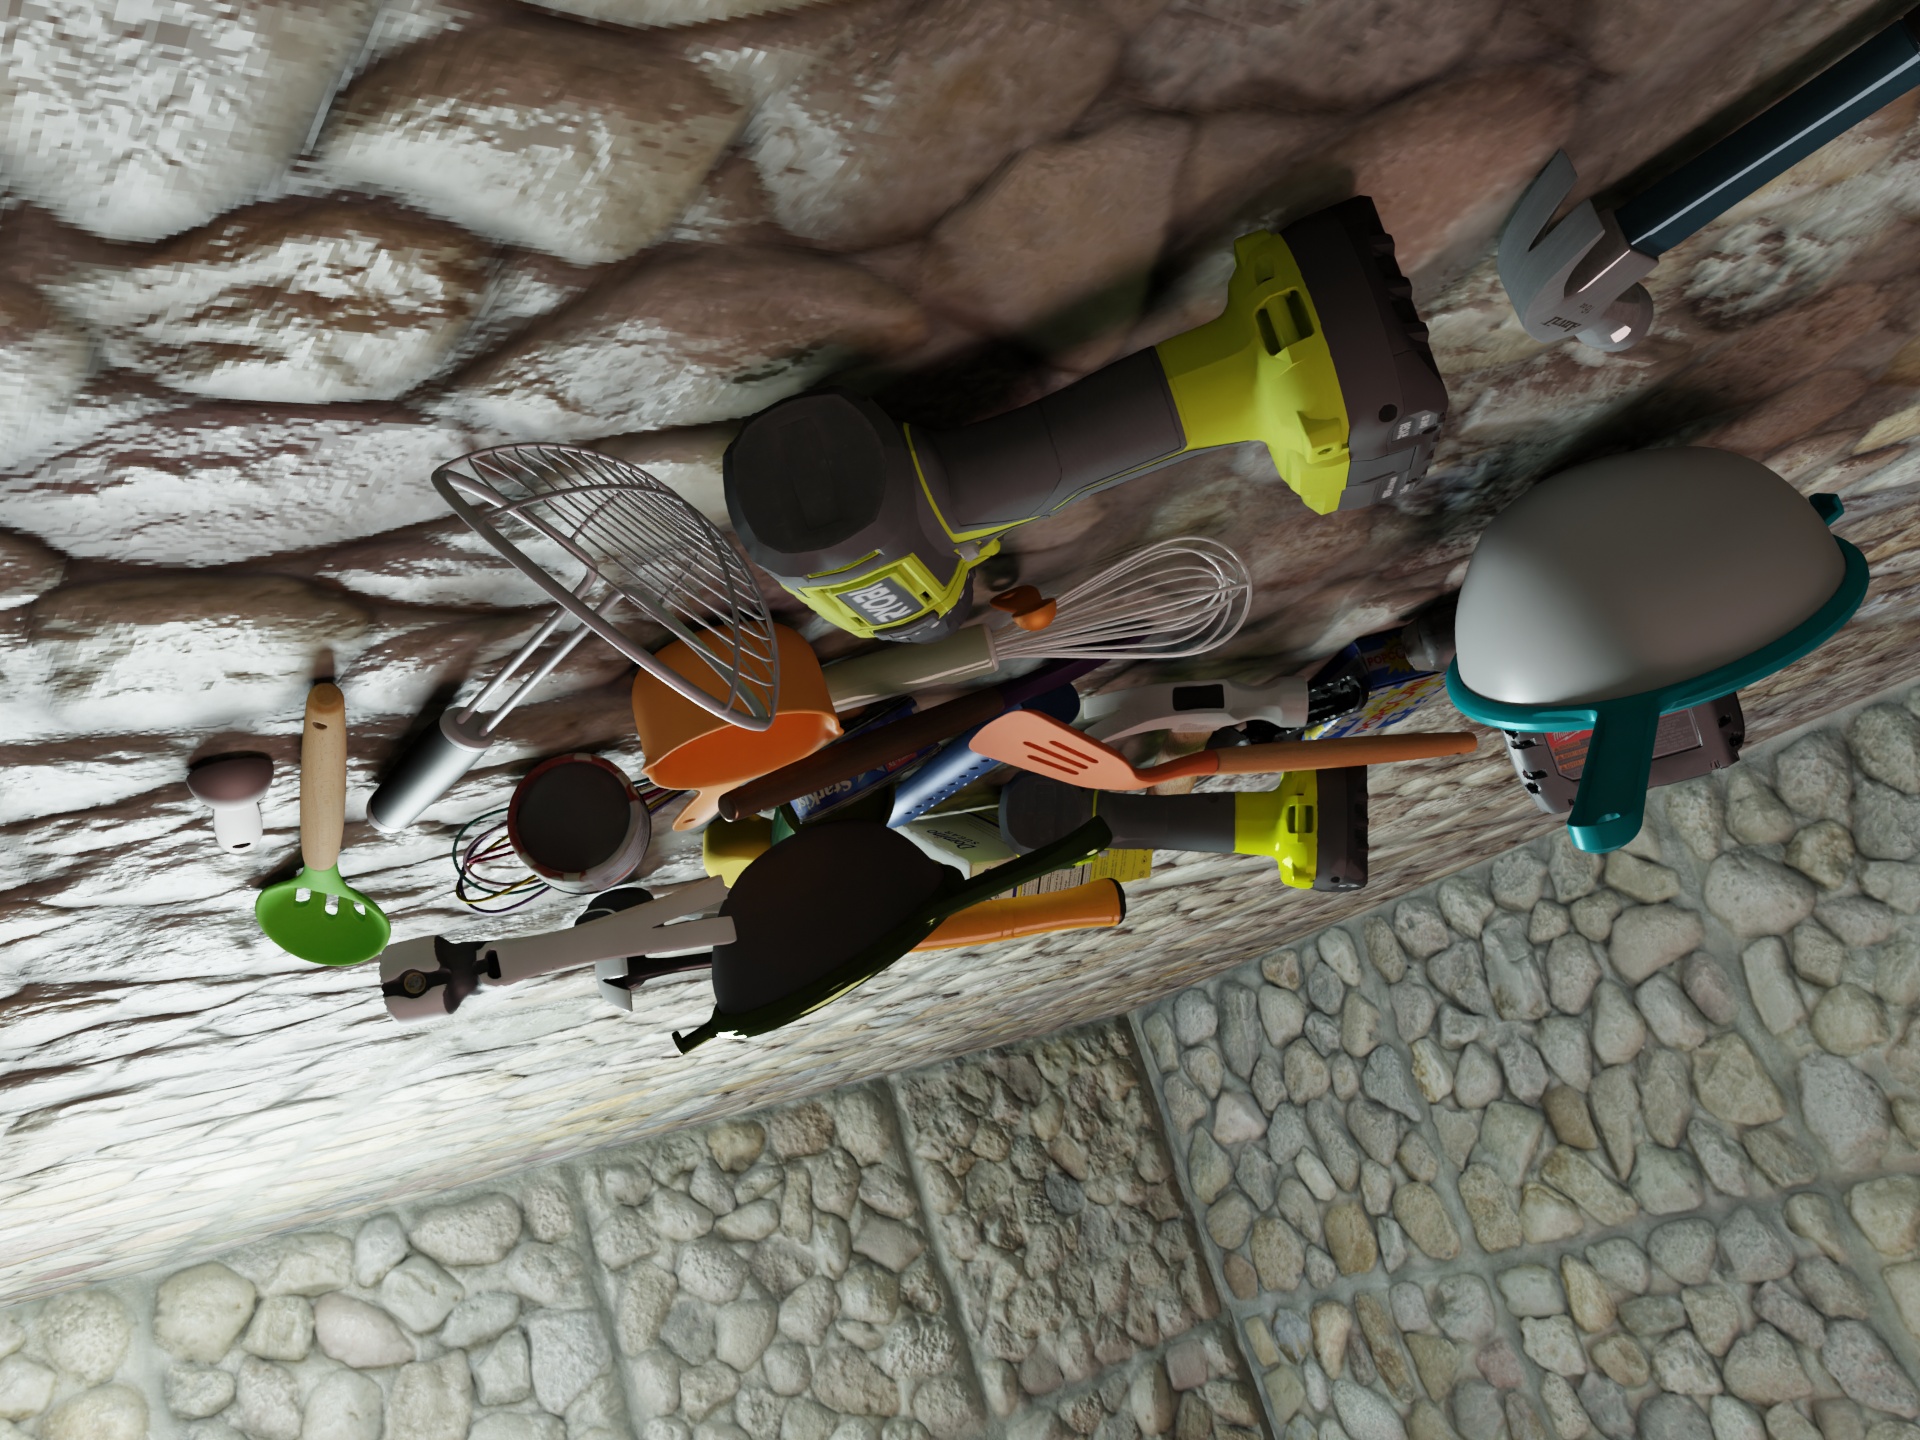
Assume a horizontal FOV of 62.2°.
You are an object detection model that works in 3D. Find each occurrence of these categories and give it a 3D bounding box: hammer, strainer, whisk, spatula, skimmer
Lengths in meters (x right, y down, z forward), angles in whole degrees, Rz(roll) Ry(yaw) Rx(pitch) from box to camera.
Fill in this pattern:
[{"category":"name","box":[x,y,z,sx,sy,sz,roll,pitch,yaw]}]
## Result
[{"category":"hammer","box":[-0.196,0.111,0.875,0.149,0.036,0.409,-12,178,-8]},{"category":"strainer","box":[-0.039,0.076,0.787,0.256,0.069,0.151,-27,-172,37]},{"category":"hammer","box":[-0.054,0.134,0.987,0.336,0.034,0.127,-6,177,-16]},{"category":"whisk","box":[0.022,-0.037,0.777,0.246,0.059,0.058,-15,-168,3]},{"category":"strainer","box":[0.317,-0.057,0.775,0.211,0.095,0.340,-15,-162,33]},{"category":"hammer","box":[0.146,0.030,1.090,0.130,0.031,0.331,-1,164,2]},{"category":"hammer","box":[0.320,-0.224,0.505,0.128,0.033,0.331,-4,158,-45]},{"category":"spatula","box":[0.166,0.014,0.924,0.322,0.041,0.081,-3,165,-22]},{"category":"hammer","box":[-0.058,0.070,1.057,0.144,0.035,0.405,-7,160,-36]},{"category":"skimmer","box":[-0.181,0.004,0.597,0.127,0.090,0.363,38,143,-17]},{"category":"spatula","box":[-0.001,-0.003,0.797,0.060,0.018,0.316,-30,175,43]},{"category":"whisk","box":[-0.161,0.035,0.833,0.245,0.051,0.047,-25,-176,8]}]

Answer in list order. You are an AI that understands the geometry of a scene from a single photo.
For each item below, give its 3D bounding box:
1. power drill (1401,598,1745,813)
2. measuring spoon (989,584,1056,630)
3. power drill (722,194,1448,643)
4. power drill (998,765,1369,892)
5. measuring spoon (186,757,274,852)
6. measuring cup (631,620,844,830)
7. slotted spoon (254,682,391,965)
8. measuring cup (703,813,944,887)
[{"category":"power drill","box":[0.358,-0.037,0.950,0.188,0.080,0.227,-19,-159,23]},{"category":"measuring spoon","box":[0.028,-0.050,0.711,0.021,0.011,0.117,-24,-170,-1]},{"category":"power drill","box":[0.045,-0.089,0.574,0.228,0.080,0.190,-19,169,8]},{"category":"power drill","box":[0.144,0.068,1.032,0.223,0.080,0.171,1,172,9]},{"category":"measuring spoon","box":[-0.321,0.045,0.708,0.034,0.018,0.124,-11,163,-25]},{"category":"measuring cup","box":[-0.118,0.006,0.750,0.095,0.052,0.173,-11,164,-26]},{"category":"slotted spoon","box":[-0.299,0.055,0.749,0.070,0.031,0.313,15,151,-15]},{"category":"measuring cup","box":[-0.086,0.093,1.007,0.156,0.029,0.062,9,145,-9]}]
